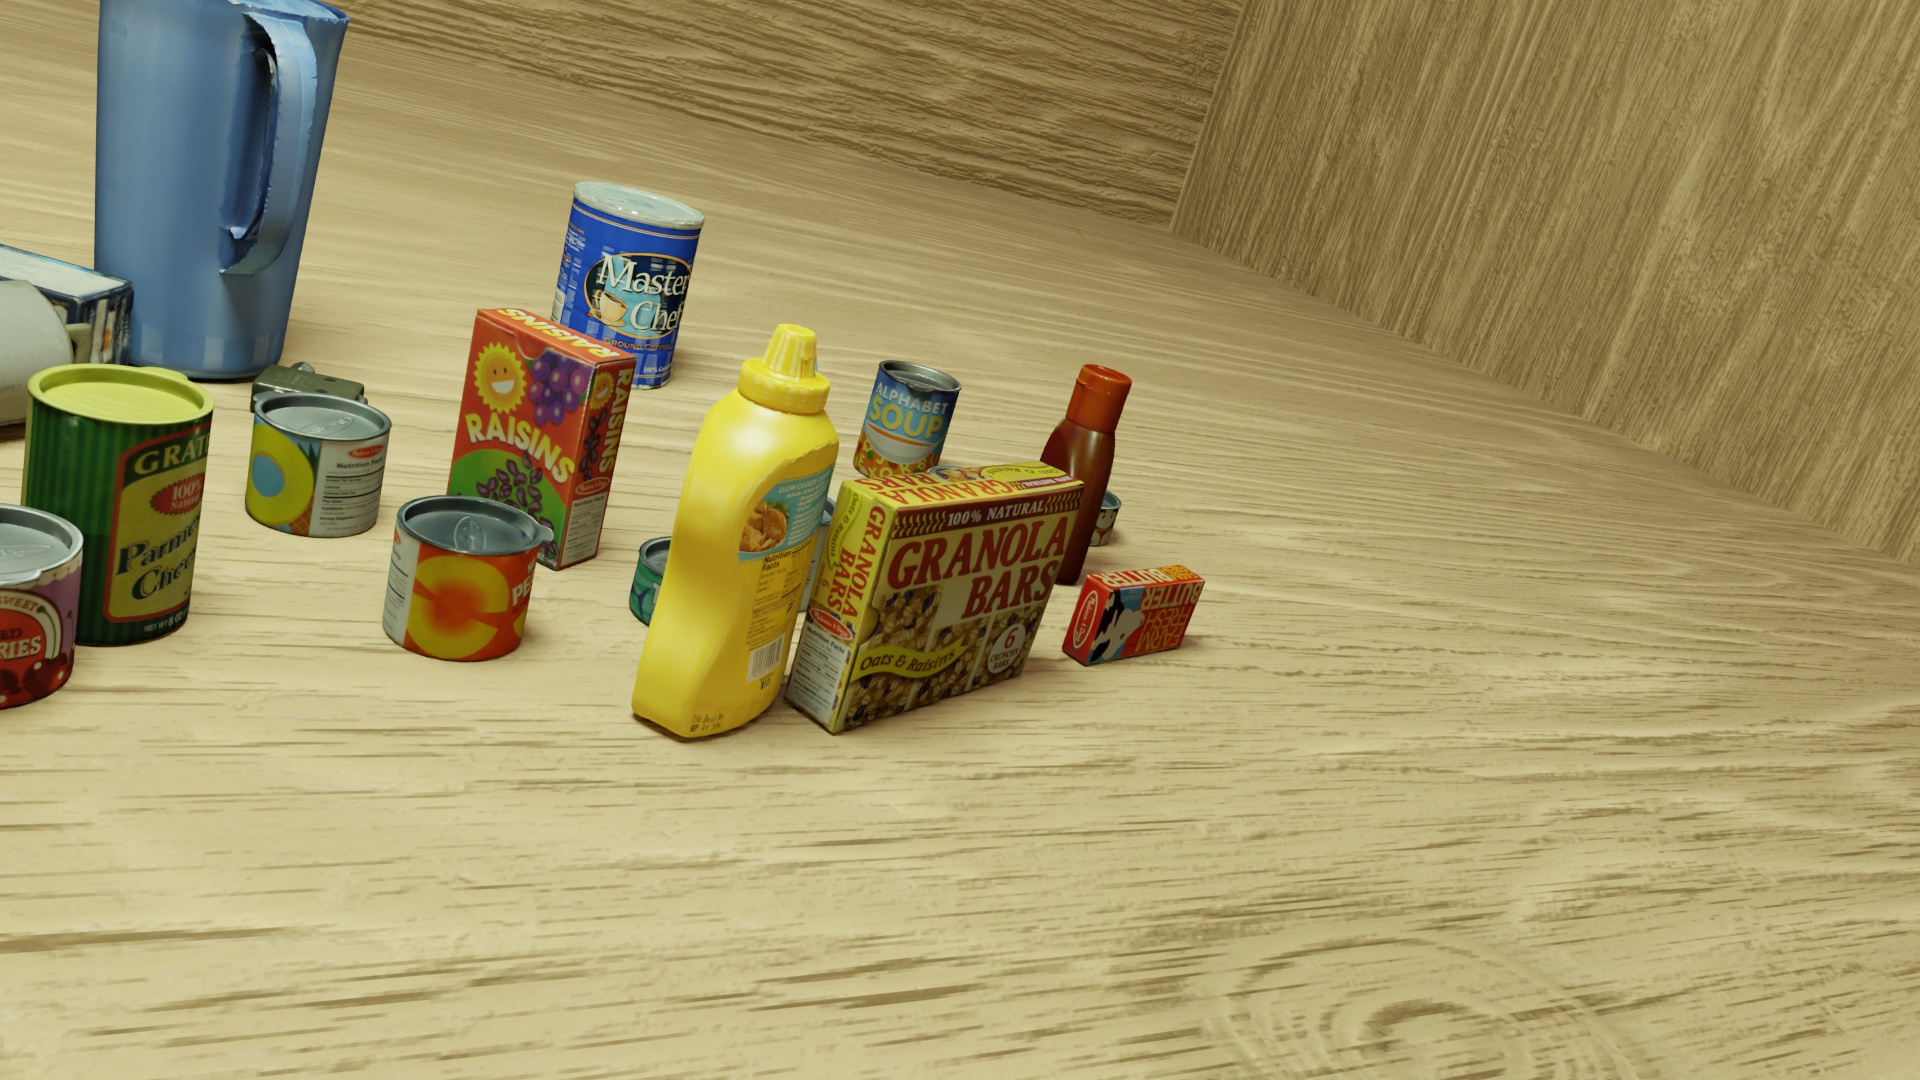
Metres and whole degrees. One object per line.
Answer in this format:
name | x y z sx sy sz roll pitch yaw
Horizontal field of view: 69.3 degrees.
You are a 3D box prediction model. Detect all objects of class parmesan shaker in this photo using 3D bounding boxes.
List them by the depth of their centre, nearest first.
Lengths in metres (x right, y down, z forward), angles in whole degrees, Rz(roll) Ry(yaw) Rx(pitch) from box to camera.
parmesan shaker | -0.358 -0.016 0.591 0.071 0.102 0.071 15 19 -5

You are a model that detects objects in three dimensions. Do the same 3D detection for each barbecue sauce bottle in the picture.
barbecue sauce bottle | 0.079 -0.048 0.968 0.044 0.148 0.065 7 22 -27

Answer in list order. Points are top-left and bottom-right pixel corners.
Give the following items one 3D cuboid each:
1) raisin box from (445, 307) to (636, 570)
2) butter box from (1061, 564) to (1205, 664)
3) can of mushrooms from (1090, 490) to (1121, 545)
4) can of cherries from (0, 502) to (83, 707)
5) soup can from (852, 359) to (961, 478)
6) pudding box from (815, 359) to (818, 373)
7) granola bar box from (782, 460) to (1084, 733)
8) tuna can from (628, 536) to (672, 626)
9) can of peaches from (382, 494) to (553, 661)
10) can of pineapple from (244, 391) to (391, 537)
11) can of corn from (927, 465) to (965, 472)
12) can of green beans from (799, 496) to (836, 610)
raisin box | -0.236 -0.058 0.773 0.086 0.123 0.040 24 20 19
butter box | 0.111 0.046 0.883 0.104 0.053 0.024 -4 28 -46
can of mushrooms | 0.088 -0.024 1.082 0.071 0.033 0.071 15 20 -5
can of cherries | -0.376 0.025 0.531 0.071 0.058 0.072 15 19 -5
soup can | -0.042 -0.089 1.075 0.071 0.083 0.071 15 19 -5
pudding box | -0.135 -0.119 1.130 0.030 0.049 0.084 13 20 -13
granola bar box | -0.009 0.025 0.736 0.039 0.123 0.166 29 23 31
tuna can | -0.145 0.027 0.755 0.071 0.032 0.071 15 20 -5
can of peaches | -0.237 0.018 0.667 0.071 0.057 0.071 15 19 -5
can of pineapple | -0.343 -0.041 0.739 0.071 0.057 0.071 15 19 -5
can of corn | 0.003 -0.012 0.943 0.071 0.058 0.071 15 19 -5
can of green beans | -0.108 0.002 0.815 0.071 0.057 0.071 15 19 -5
